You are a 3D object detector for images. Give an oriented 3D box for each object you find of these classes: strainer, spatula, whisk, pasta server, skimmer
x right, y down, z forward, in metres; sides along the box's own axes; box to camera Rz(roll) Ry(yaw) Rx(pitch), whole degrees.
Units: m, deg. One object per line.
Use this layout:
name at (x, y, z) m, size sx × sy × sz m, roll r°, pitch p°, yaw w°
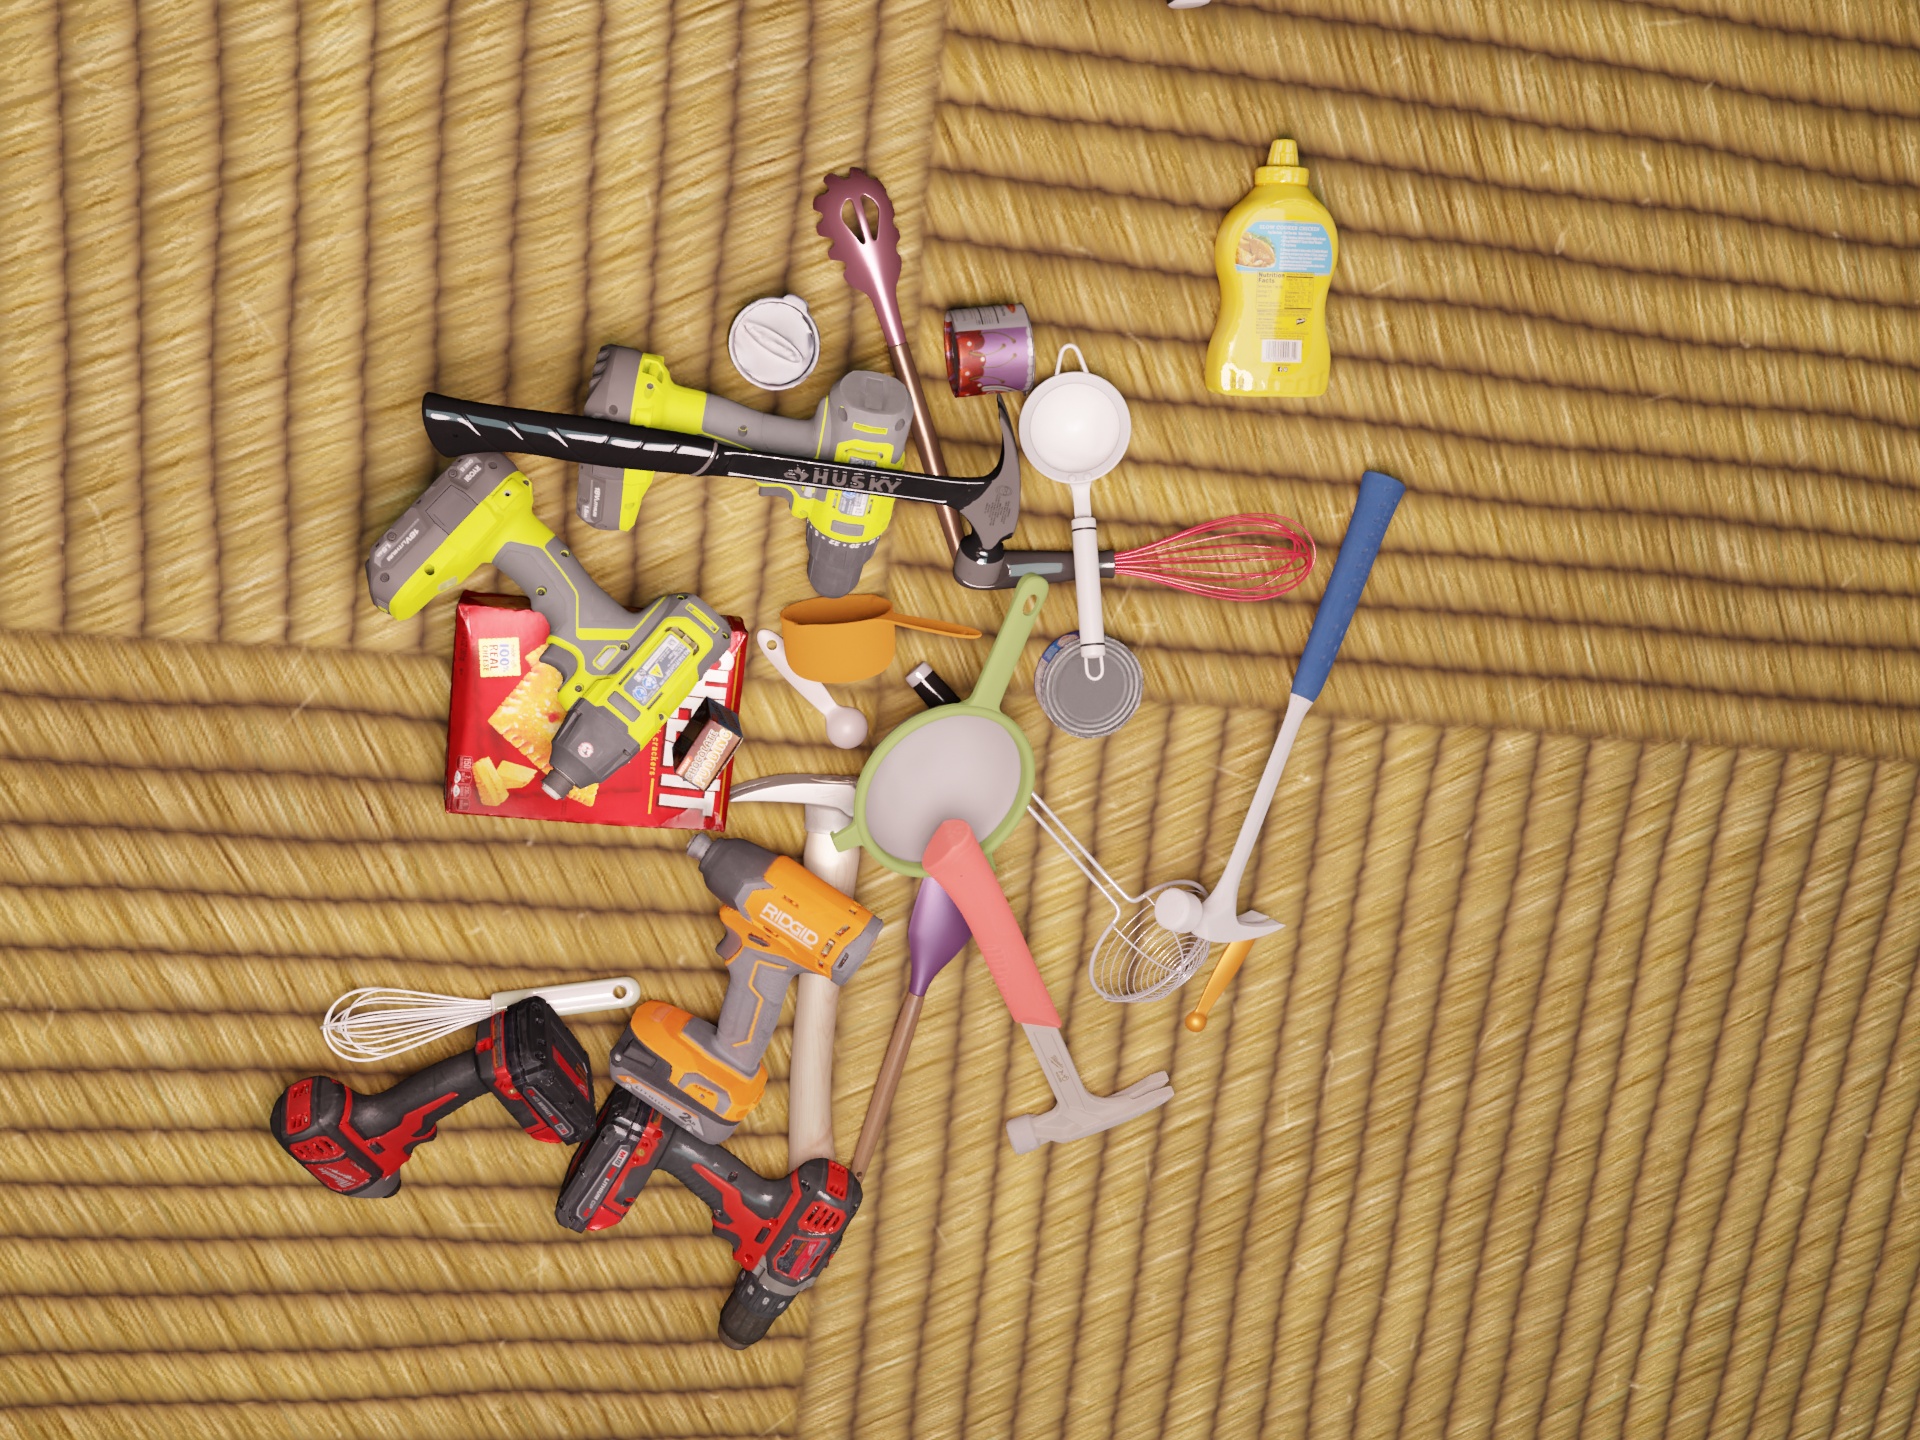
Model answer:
strainer at (0.094, -0.159, 1.236) m, size 0.087 × 0.050 × 0.258 m, roll -4°, pitch 87°, yaw 6°
spatula at (-0.043, 0.256, 1.355) m, size 0.059 × 0.018 × 0.316 m, roll 16°, pitch 100°, yaw -16°
whisk at (-0.380, 0.230, 1.268) m, size 0.246 × 0.059 × 0.058 m, roll -5°, pitch 78°, yaw -14°
whisk at (0.141, -0.126, 1.275) m, size 0.296 × 0.073 × 0.073 m, roll -3°, pitch 105°, yaw -4°
strainer at (-0.002, -0.004, 1.224) m, size 0.151 × 0.069 × 0.256 m, roll 14°, pitch 108°, yaw -32°
pasta server at (-0.041, -0.260, 1.210) m, size 0.060 × 0.040 × 0.316 m, roll -19°, pitch 107°, yaw -6°
skimmer at (0.078, 0.092, 1.331) m, size 0.127 × 0.090 × 0.363 m, roll -42°, pitch 98°, yaw -3°

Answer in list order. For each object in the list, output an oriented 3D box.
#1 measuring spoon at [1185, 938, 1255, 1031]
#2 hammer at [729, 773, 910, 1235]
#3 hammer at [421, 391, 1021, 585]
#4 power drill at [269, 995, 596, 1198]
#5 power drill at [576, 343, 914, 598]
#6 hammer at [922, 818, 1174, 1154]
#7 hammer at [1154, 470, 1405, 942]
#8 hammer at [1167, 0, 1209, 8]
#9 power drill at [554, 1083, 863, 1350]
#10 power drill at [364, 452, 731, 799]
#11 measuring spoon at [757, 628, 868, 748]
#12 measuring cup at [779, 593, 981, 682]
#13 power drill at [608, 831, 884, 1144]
measuring spoon at (0.233, 0.226, 1.405) m, size 0.021 × 0.011 × 0.117 m, roll 27°, pitch 98°, yaw -16°
hammer at (-0.129, 0.244, 1.326) m, size 0.146 × 0.038 × 0.410 m, roll 2°, pitch 104°, yaw -10°
hammer at (-0.155, -0.180, 1.088) m, size 0.409 × 0.036 × 0.149 m, roll 6°, pitch 134°, yaw -11°
power drill at (-0.408, 0.310, 1.253) m, size 0.219 × 0.079 × 0.143 m, roll -19°, pitch 135°, yaw -1°
power drill at (-0.159, -0.179, 1.167) m, size 0.228 × 0.080 × 0.190 m, roll 9°, pitch 136°, yaw -10°
hammer at (0.060, 0.218, 1.301) m, size 0.149 × 0.037 × 0.358 m, roll -22°, pitch 124°, yaw 2°
hammer at (0.280, -0.007, 1.314) m, size 0.144 × 0.035 × 0.405 m, roll 20°, pitch 91°, yaw -45°
hammer at (0.017, -0.569, 1.146) m, size 0.337 × 0.034 × 0.127 m, roll -9°, pitch 107°, yaw -9°
power drill at (-0.216, 0.413, 1.315) m, size 0.226 × 0.080 × 0.188 m, roll 29°, pitch 106°, yaw -11°
power drill at (-0.297, -0.067, 1.117) m, size 0.223 × 0.080 × 0.171 m, roll 41°, pitch 73°, yaw -8°
measuring spoon at (-0.119, -0.025, 1.267) m, size 0.034 × 0.018 × 0.124 m, roll -41°, pitch 107°, yaw 1°
measuring cup at (-0.058, -0.055, 1.205) m, size 0.174 × 0.095 × 0.052 m, roll 11°, pitch 114°, yaw 31°
power drill at (-0.184, 0.203, 1.255) m, size 0.164 × 0.084 × 0.226 m, roll 34°, pitch 106°, yaw 1°
